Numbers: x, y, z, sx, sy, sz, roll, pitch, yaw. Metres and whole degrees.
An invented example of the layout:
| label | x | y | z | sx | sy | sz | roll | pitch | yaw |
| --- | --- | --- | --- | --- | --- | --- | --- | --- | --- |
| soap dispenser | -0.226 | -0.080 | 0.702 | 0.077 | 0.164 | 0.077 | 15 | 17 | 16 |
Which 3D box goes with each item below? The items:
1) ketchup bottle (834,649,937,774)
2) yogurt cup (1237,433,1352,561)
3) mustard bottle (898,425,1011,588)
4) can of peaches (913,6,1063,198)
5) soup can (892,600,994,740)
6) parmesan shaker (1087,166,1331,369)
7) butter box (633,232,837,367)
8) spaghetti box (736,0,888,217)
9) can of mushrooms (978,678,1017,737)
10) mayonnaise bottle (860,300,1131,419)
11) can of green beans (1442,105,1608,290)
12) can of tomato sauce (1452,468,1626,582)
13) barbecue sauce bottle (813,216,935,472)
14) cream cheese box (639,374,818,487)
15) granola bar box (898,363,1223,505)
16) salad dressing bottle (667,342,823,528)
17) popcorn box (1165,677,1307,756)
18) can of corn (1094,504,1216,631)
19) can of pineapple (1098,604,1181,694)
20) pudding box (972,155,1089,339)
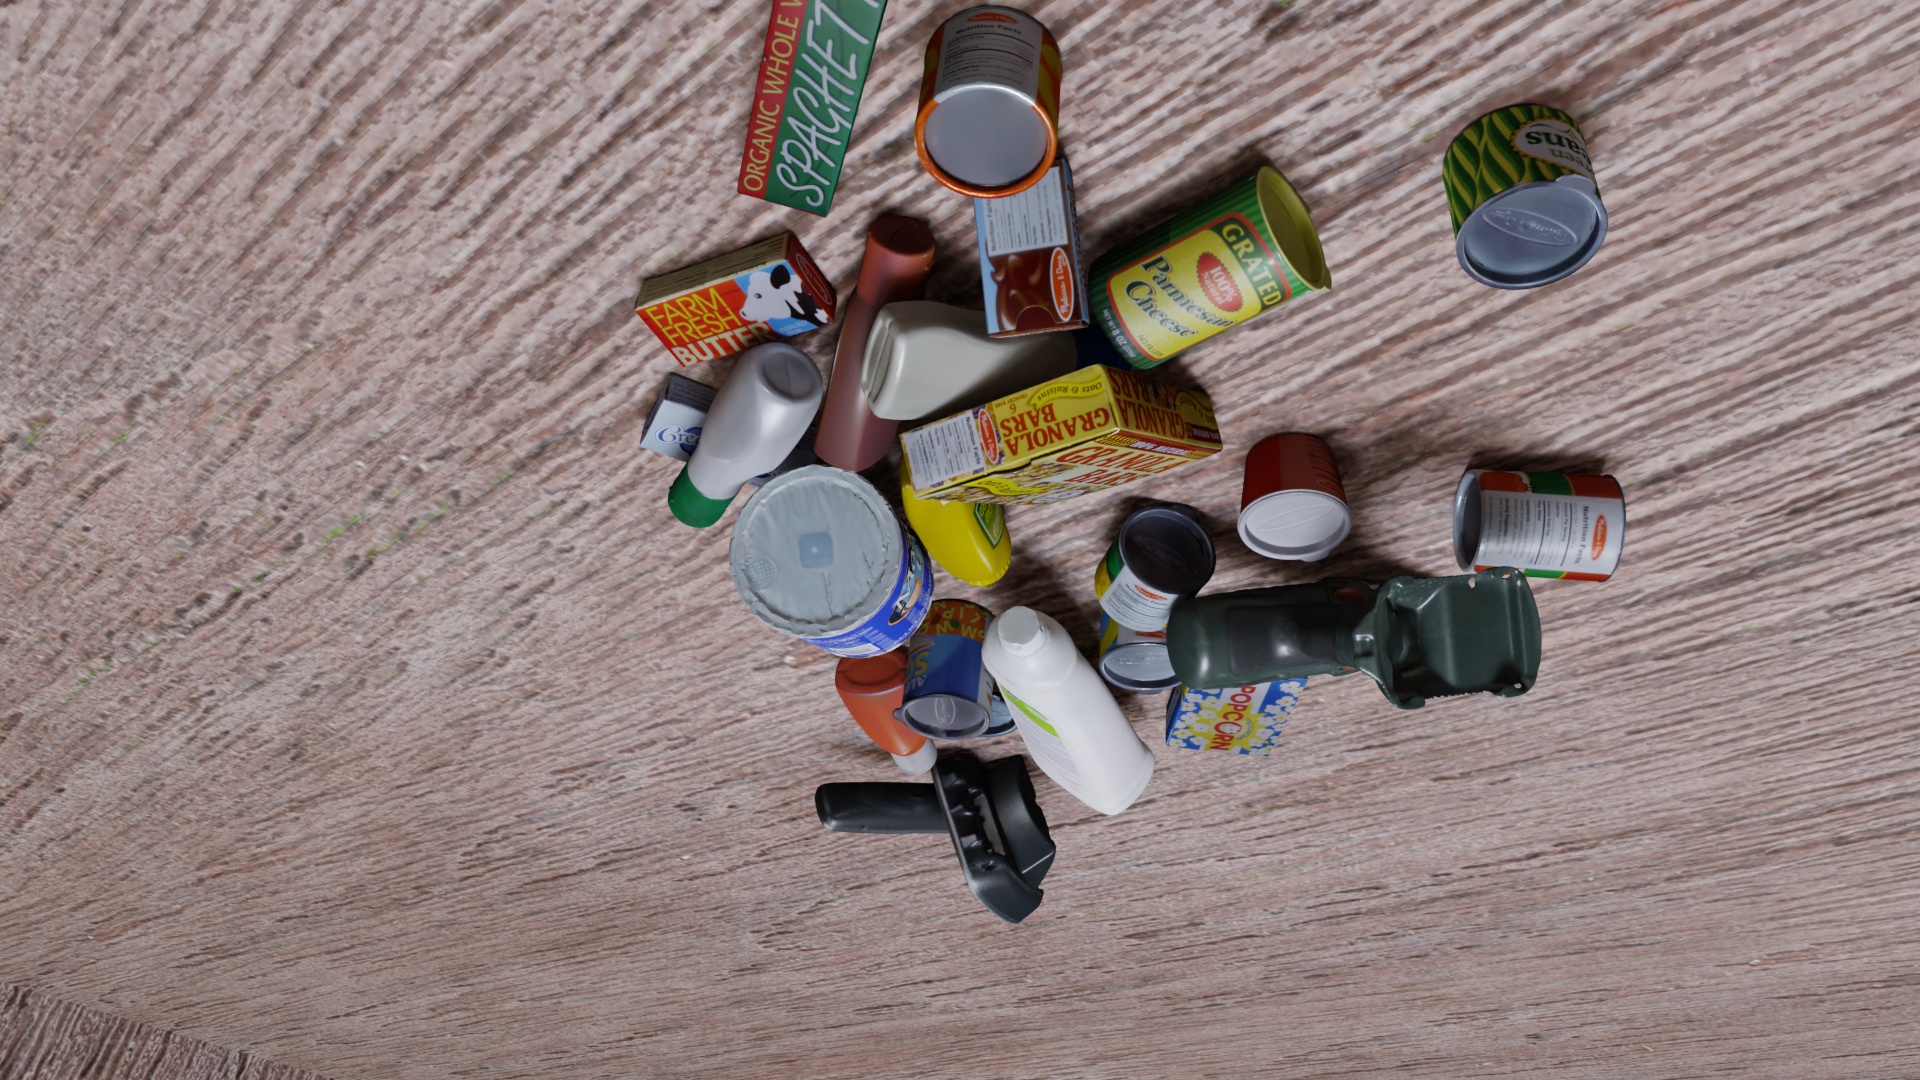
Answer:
| label | x | y | z | sx | sy | sz | roll | pitch | yaw |
| --- | --- | --- | --- | --- | --- | --- | --- | --- | --- |
| ketchup bottle | -0.053 | 0.144 | 1.136 | 0.065 | 0.044 | 0.148 | -3 | 143 | 13 |
| yogurt cup | 0.204 | -0.029 | 0.856 | 0.072 | 0.054 | 0.072 | 4 | 144 | 3 |
| mustard bottle | 0.003 | -0.011 | 0.904 | 0.049 | 0.065 | 0.159 | -2 | 150 | 17 |
| can of peaches | 0.014 | -0.200 | 0.644 | 0.071 | 0.058 | 0.071 | 4 | 143 | 3 |
| soup can | -0.010 | 0.096 | 1.030 | 0.071 | 0.084 | 0.071 | 4 | 143 | 3 |
| parmesan shaker | 0.126 | -0.134 | 0.709 | 0.103 | 0.072 | 0.071 | -24 | 135 | 34 |
| butter box | -0.127 | -0.134 | 0.782 | 0.103 | 0.024 | 0.053 | -13 | 139 | 23 |
| spaghetti box | -0.056 | -0.246 | 0.615 | 0.050 | 0.029 | 0.248 | 14 | 143 | -10 |
| can of mushrooms | 0.017 | 0.127 | 1.112 | 0.071 | 0.033 | 0.070 | 4 | 144 | 3 |
| mayonnaise bottle | 0.022 | -0.099 | 0.753 | 0.148 | 0.041 | 0.064 | -5 | 138 | -27 |
| can of green beans | 0.267 | -0.163 | 0.660 | 0.071 | 0.058 | 0.071 | 4 | 144 | 3 |
| can of tomato sauce | 0.353 | -0.010 | 0.854 | 0.083 | 0.071 | 0.070 | 3 | 144 | 4 |
| barbecue sauce bottle | -0.046 | -0.110 | 0.776 | 0.044 | 0.065 | 0.147 | 25 | 135 | 6 |
| cream cheese box | -0.145 | -0.065 | 0.879 | 0.104 | 0.024 | 0.053 | 19 | 140 | -18 |
| granola bar box | 0.062 | -0.054 | 0.783 | 0.124 | 0.039 | 0.166 | -17 | 172 | 28 |
| salad dressing bottle | -0.132 | -0.058 | 0.822 | 0.044 | 0.064 | 0.147 | 5 | 149 | -32 |
| popcorn box | 0.210 | 0.119 | 1.072 | 0.085 | 0.038 | 0.126 | 6 | 144 | 1 |
| can of corn | 0.129 | 0.018 | 0.921 | 0.071 | 0.071 | 0.058 | 12 | 148 | -8 |
| can of pineapple | 0.132 | 0.068 | 0.995 | 0.071 | 0.058 | 0.070 | 4 | 144 | 3 |
| pudding box | 0.035 | -0.145 | 0.697 | 0.049 | 0.083 | 0.030 | -7 | -178 | 14 |
